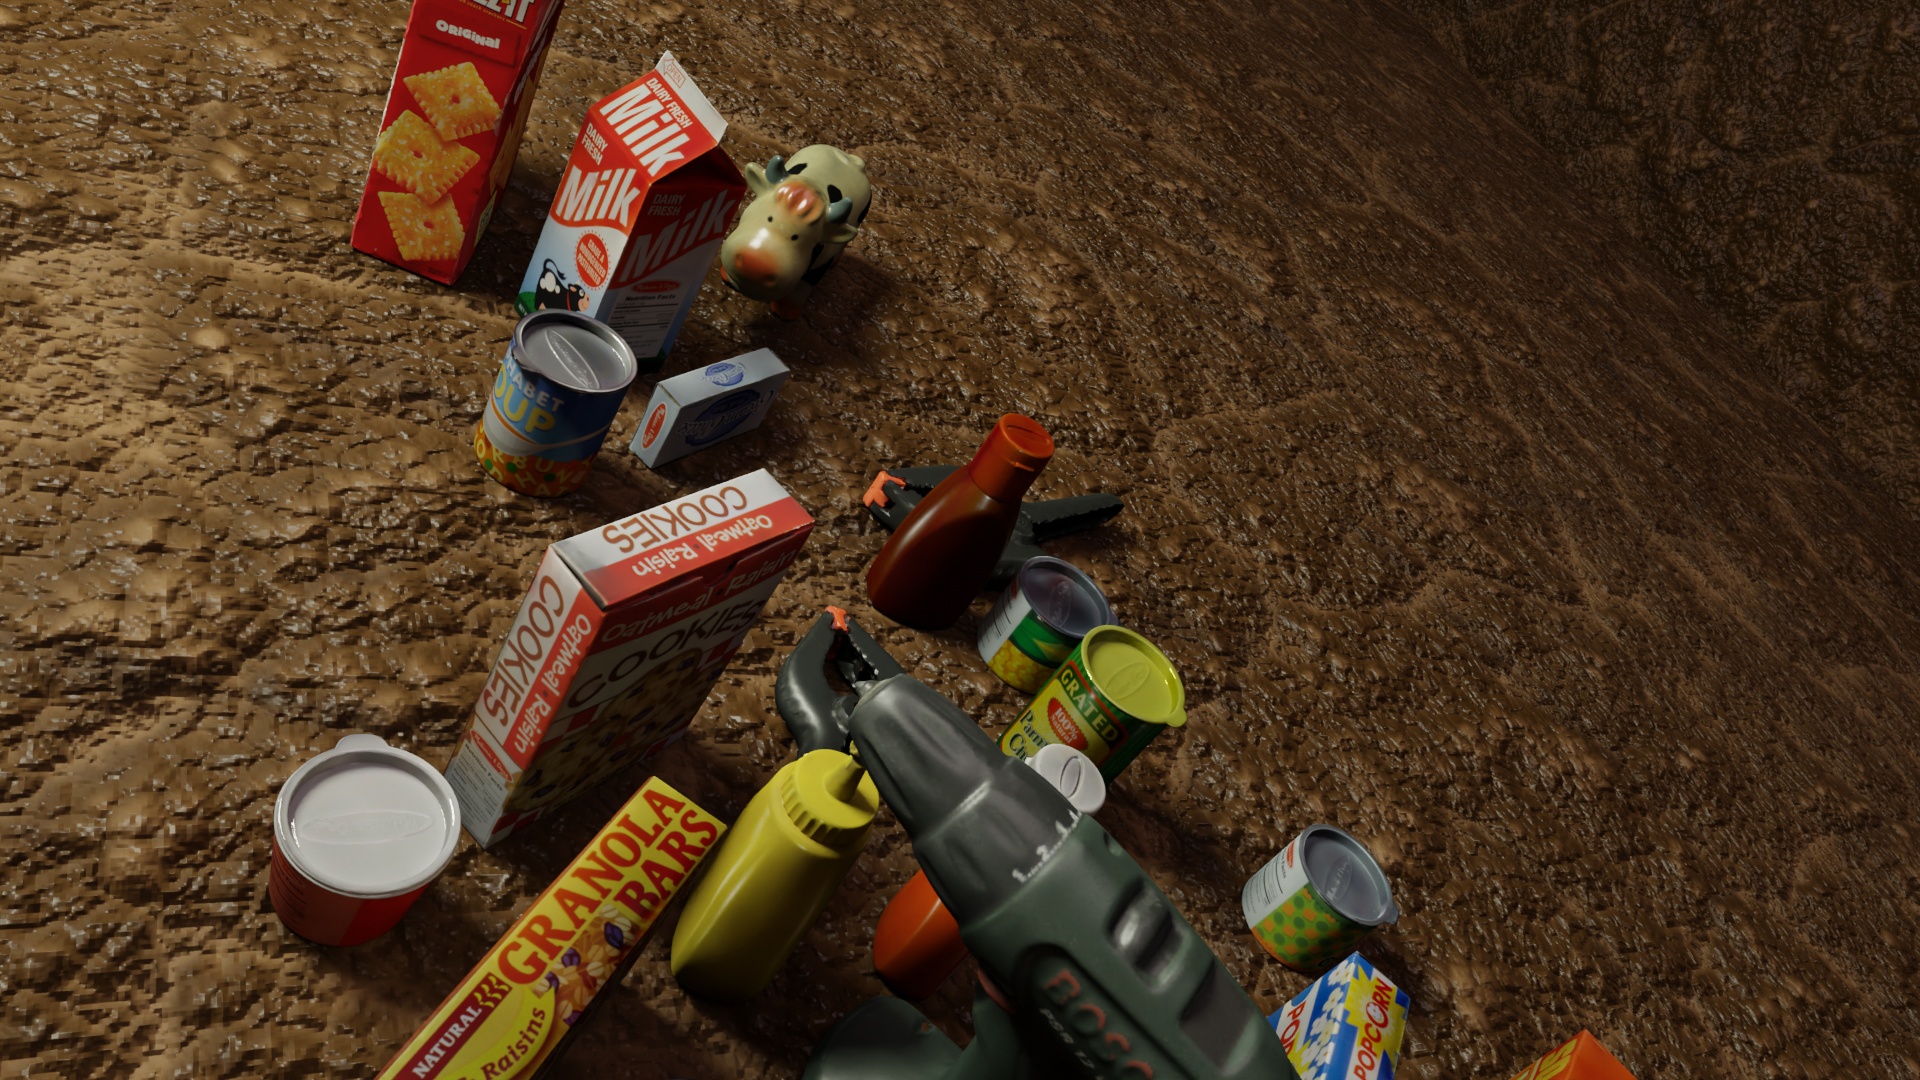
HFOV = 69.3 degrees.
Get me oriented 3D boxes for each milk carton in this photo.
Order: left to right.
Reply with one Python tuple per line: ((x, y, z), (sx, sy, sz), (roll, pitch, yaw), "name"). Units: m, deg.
((-0.193, -0.191, 0.831), (0.074, 0.189, 0.072), (-14, 58, -48), "milk carton")

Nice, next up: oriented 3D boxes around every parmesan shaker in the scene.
((0.071, 0.107, 0.781), (0.071, 0.102, 0.072), (22, 37, -18), "parmesan shaker")

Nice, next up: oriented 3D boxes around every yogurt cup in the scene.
((-0.239, 0.123, 0.549), (0.072, 0.053, 0.073), (22, 37, -18), "yogurt cup")

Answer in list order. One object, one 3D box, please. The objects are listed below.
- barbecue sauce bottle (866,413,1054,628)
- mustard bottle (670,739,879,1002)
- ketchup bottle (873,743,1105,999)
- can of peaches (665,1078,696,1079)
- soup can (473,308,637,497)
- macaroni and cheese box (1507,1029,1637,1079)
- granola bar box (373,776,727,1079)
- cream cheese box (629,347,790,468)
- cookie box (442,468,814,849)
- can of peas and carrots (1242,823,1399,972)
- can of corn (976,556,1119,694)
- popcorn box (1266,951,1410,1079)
((0.003, -0.010, 0.820), (0.065, 0.147, 0.044), (18, 39, -24), "barbecue sauce bottle")
((-0.073, 0.133, 0.584), (0.049, 0.159, 0.066), (27, 36, -13), "mustard bottle")
((0.012, 0.151, 0.643), (0.043, 0.148, 0.065), (33, 35, -4), "ketchup bottle")
((-0.112, 0.242, 0.514), (0.071, 0.057, 0.071), (22, 37, -18), "can of peaches")
((-0.226, -0.074, 0.761), (0.071, 0.083, 0.072), (22, 37, -18), "soup can")
((0.222, 0.304, 0.624), (0.040, 0.165, 0.124), (46, 36, 14), "macaroni and cheese box")
((-0.161, 0.175, 0.493), (0.039, 0.123, 0.166), (37, 35, 1), "granola bar box")
((-0.154, -0.083, 0.856), (0.024, 0.053, 0.104), (44, 36, 11), "cream cheese box")
((-0.147, 0.051, 0.610), (0.040, 0.166, 0.123), (45, 36, 13), "cookie box")
((0.210, 0.211, 0.813), (0.071, 0.058, 0.071), (22, 37, -18), "can of peas and carrots")
((0.054, 0.055, 0.865), (0.071, 0.058, 0.071), (22, 37, -18), "can of corn")
((0.171, 0.275, 0.685), (0.038, 0.084, 0.127), (39, 35, 4), "popcorn box")
